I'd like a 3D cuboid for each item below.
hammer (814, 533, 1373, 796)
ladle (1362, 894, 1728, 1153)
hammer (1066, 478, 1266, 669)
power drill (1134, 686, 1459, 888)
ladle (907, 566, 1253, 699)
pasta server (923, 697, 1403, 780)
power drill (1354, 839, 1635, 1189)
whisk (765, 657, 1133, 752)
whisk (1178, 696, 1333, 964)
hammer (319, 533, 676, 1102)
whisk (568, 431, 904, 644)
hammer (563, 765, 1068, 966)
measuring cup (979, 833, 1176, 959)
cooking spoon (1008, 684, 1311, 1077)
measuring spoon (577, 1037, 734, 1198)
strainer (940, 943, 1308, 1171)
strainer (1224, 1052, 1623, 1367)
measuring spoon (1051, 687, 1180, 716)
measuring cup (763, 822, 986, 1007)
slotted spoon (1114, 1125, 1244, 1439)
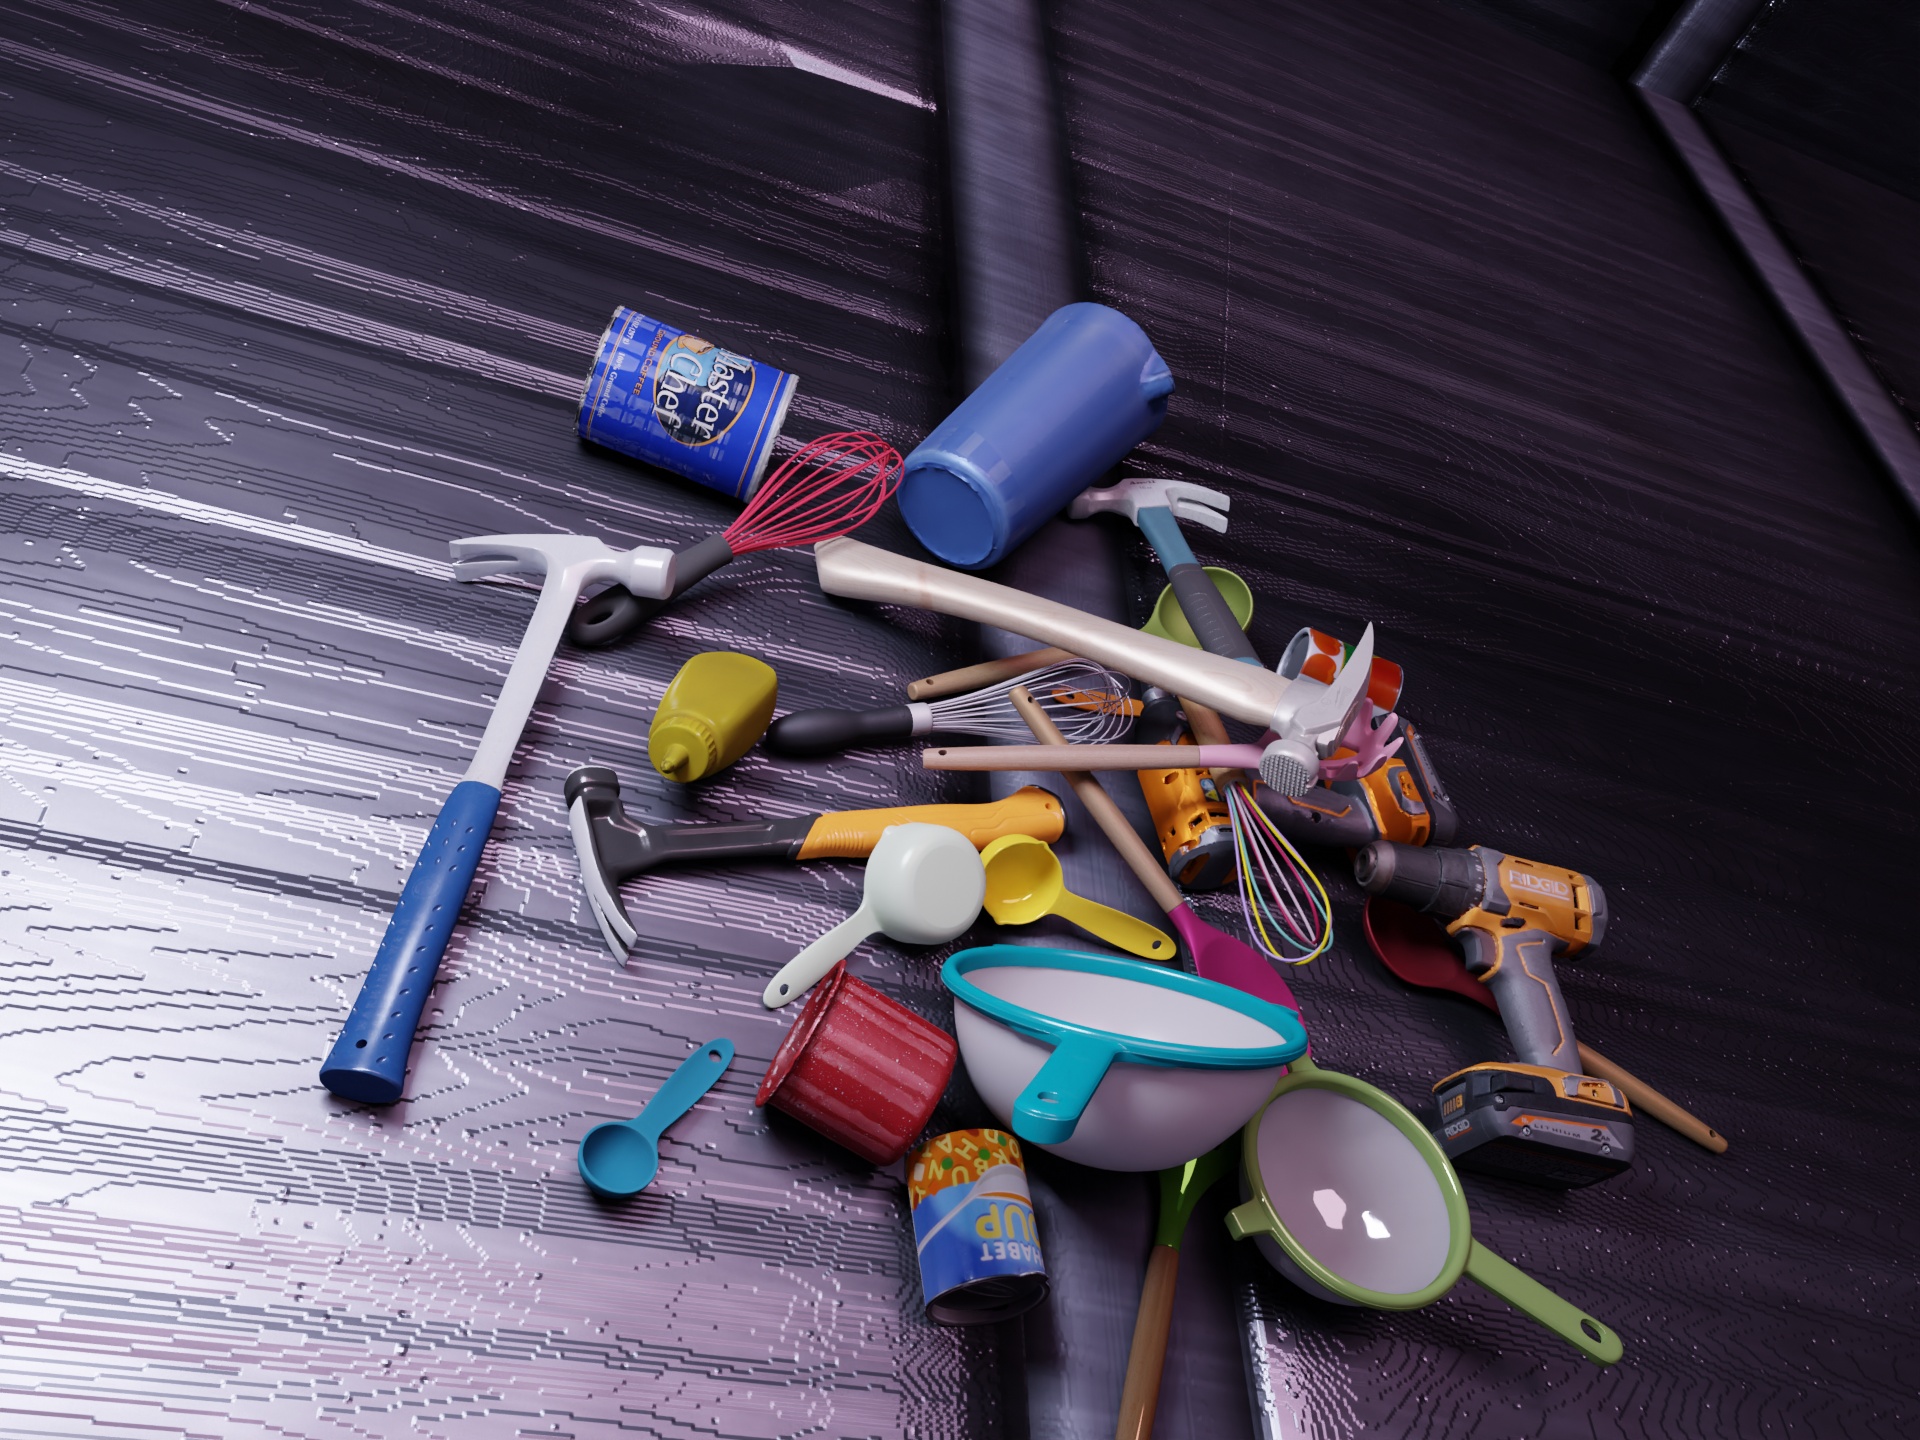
[{"bbox_3d":[0.079,-0.069,1.114,0.411,0.038,0.146,20,50,24],"label":"hammer"},{"bbox_3d":[0.419,0.222,1.150,0.315,0.031,0.069,33,53,1],"label":"ladle"},{"bbox_3d":[0.177,-0.107,1.236,0.128,0.033,0.331,-5,34,-7],"label":"hammer"},{"bbox_3d":[0.238,0.044,1.181,0.226,0.084,0.164,2,50,-21],"label":"power drill"},{"bbox_3d":[0.097,-0.062,1.221,0.320,0.062,0.078,-14,52,-33],"label":"ladle"},{"bbox_3d":[0.133,0.019,1.063,0.316,0.040,0.060,-1,46,0],"label":"pasta server"},{"bbox_3d":[0.360,0.188,1.087,0.185,0.084,0.226,15,55,-13],"label":"power drill"},{"bbox_3d":[-0.002,-0.005,1.118,0.284,0.070,0.070,-6,54,-26],"label":"whisk"},{"bbox_3d":[0.196,0.060,1.075,0.051,0.047,0.245,-2,48,-17],"label":"whisk"},{"bbox_3d":[-0.284,0.032,0.930,0.144,0.035,0.406,8,49,2],"label":"hammer"},{"bbox_3d":[-0.153,-0.131,1.127,0.296,0.073,0.073,-36,72,-30],"label":"whisk"},{"bbox_3d":[-0.075,0.078,1.014,0.336,0.034,0.127,-2,51,-30],"label":"hammer"},{"bbox_3d":[0.077,0.122,1.055,0.156,0.062,0.029,27,6,-22],"label":"measuring cup"},{"bbox_3d":[0.130,0.106,1.075,0.069,0.017,0.319,-29,79,-36],"label":"cooking spoon"},{"bbox_3d":[-0.162,0.214,0.860,0.042,0.021,0.129,36,34,7],"label":"measuring spoon"},{"bbox_3d":[0.070,0.203,0.850,0.211,0.095,0.340,11,5,14],"label":"strainer"},{"bbox_3d":[0.267,0.318,0.949,0.256,0.069,0.151,32,41,2],"label":"strainer"},{"bbox_3d":[0.123,-0.014,1.221,0.116,0.011,0.021,8,47,-21],"label":"measuring spoon"},{"bbox_3d":[-0.049,0.124,0.965,0.167,0.038,0.083,-36,109,-34],"label":"measuring cup"},{"bbox_3d":[0.114,0.323,0.895,0.070,0.031,0.314,21,45,1],"label":"slotted spoon"}]
